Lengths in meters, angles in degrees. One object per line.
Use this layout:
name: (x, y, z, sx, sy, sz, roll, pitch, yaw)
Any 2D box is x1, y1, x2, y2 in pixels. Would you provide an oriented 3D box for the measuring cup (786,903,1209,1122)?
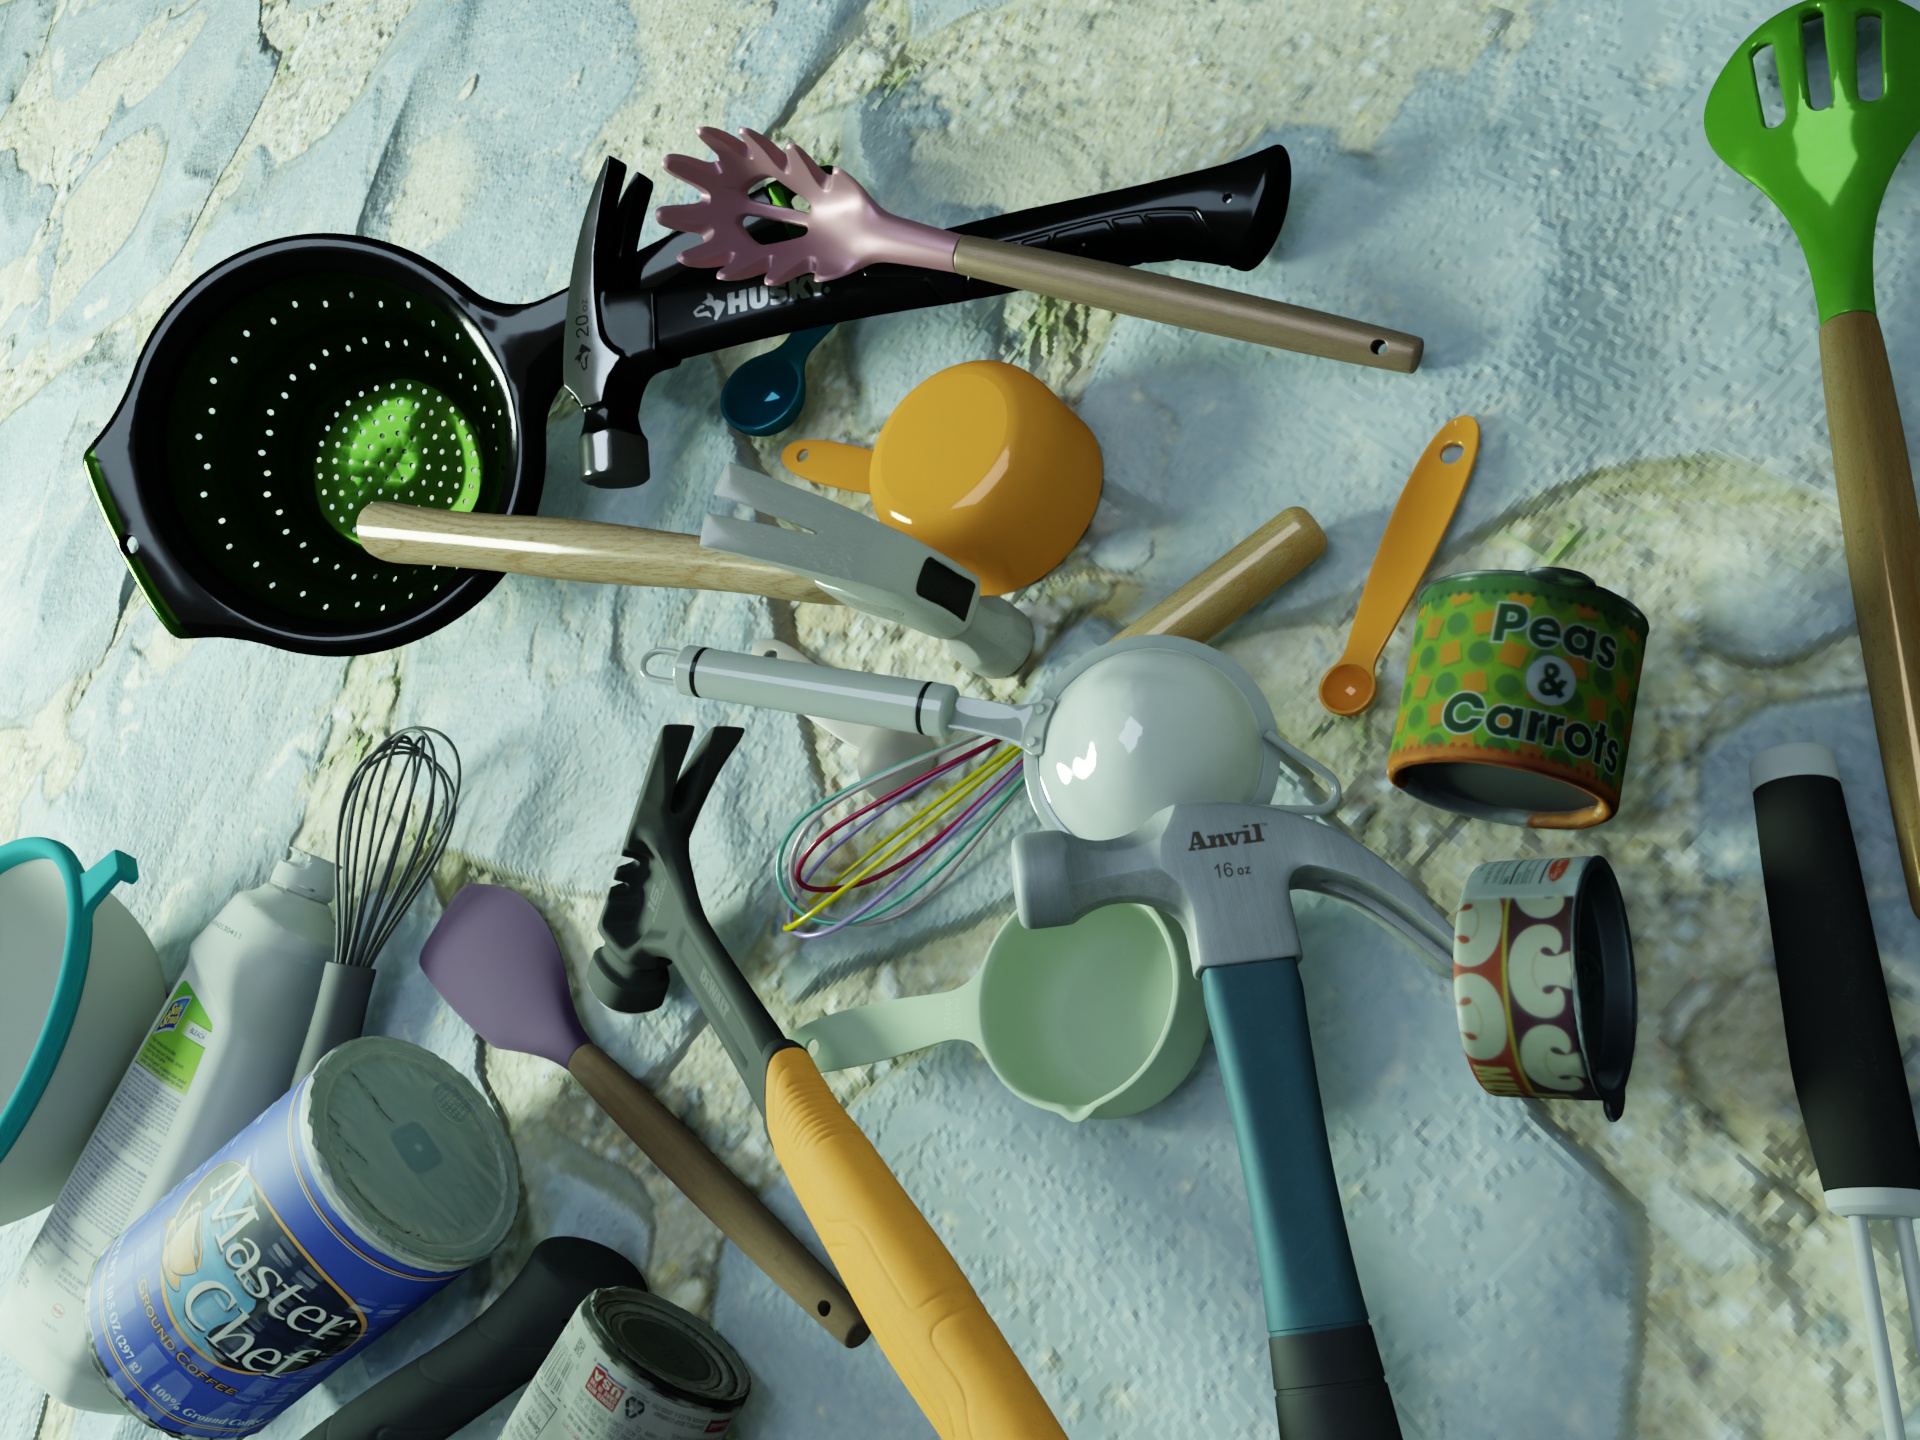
measuring cup: (0.010, 0.105, 0.548, 0.167, 0.038, 0.083, -18, 59, 33)

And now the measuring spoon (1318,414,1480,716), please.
measuring spoon: (0.151, -0.052, 0.539, 0.021, 0.011, 0.117, 17, 76, 40)

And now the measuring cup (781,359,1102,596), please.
measuring cup: (-0.026, -0.109, 0.658, 0.174, 0.052, 0.095, 17, 80, 37)

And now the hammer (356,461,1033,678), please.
hammer: (-0.139, -0.069, 0.657, 0.331, 0.130, 0.031, 9, 77, 34)

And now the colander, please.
colander: (-0.231, -0.171, 0.809, 0.397, 0.094, 0.204, -26, 92, 2)

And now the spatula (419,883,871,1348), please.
spatula: (-0.137, 0.148, 0.641, 0.316, 0.018, 0.060, 30, 87, 41)

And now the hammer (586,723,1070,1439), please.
hammer: (-0.043, 0.133, 0.519, 0.337, 0.034, 0.127, 46, 122, 46)

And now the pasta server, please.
pasta server: (0.021, -0.176, 0.616, 0.316, 0.040, 0.060, 19, 108, 22)

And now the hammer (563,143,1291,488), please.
hammer: (-0.026, -0.194, 0.677, 0.335, 0.035, 0.146, -5, 86, 24)

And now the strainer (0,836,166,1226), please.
strainer: (-0.528, 0.178, 0.854, 0.340, 0.095, 0.211, -6, 62, 37)

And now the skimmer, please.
skimmer: (0.223, 0.160, 0.337, 0.127, 0.090, 0.364, 3, 64, 1)

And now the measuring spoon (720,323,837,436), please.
measuring spoon: (-0.063, -0.182, 0.747, 0.042, 0.021, 0.128, 33, 80, 31)

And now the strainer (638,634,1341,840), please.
strainer: (-0.001, -0.002, 0.547, 0.258, 0.050, 0.087, 9, 72, 20)

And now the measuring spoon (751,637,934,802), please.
measuring spoon: (-0.056, -0.006, 0.655, 0.124, 0.018, 0.034, 37, 92, 41)

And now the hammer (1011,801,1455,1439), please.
hammer: (0.098, 0.179, 0.429, 0.128, 0.033, 0.331, -8, 68, 1)

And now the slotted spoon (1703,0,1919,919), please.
slotted spoon: (0.266, -0.095, 0.467, 0.070, 0.031, 0.314, -9, 66, 31)

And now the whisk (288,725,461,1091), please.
whisk: (-0.281, 0.117, 0.741, 0.055, 0.055, 0.239, 2, 75, 35)

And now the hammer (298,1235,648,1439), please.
hammer: (-0.290, 0.327, 0.619, 0.409, 0.149, 0.036, -36, 16, 6)

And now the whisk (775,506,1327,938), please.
whisk: (0.028, 0.002, 0.581, 0.245, 0.047, 0.051, -37, 64, 10)
